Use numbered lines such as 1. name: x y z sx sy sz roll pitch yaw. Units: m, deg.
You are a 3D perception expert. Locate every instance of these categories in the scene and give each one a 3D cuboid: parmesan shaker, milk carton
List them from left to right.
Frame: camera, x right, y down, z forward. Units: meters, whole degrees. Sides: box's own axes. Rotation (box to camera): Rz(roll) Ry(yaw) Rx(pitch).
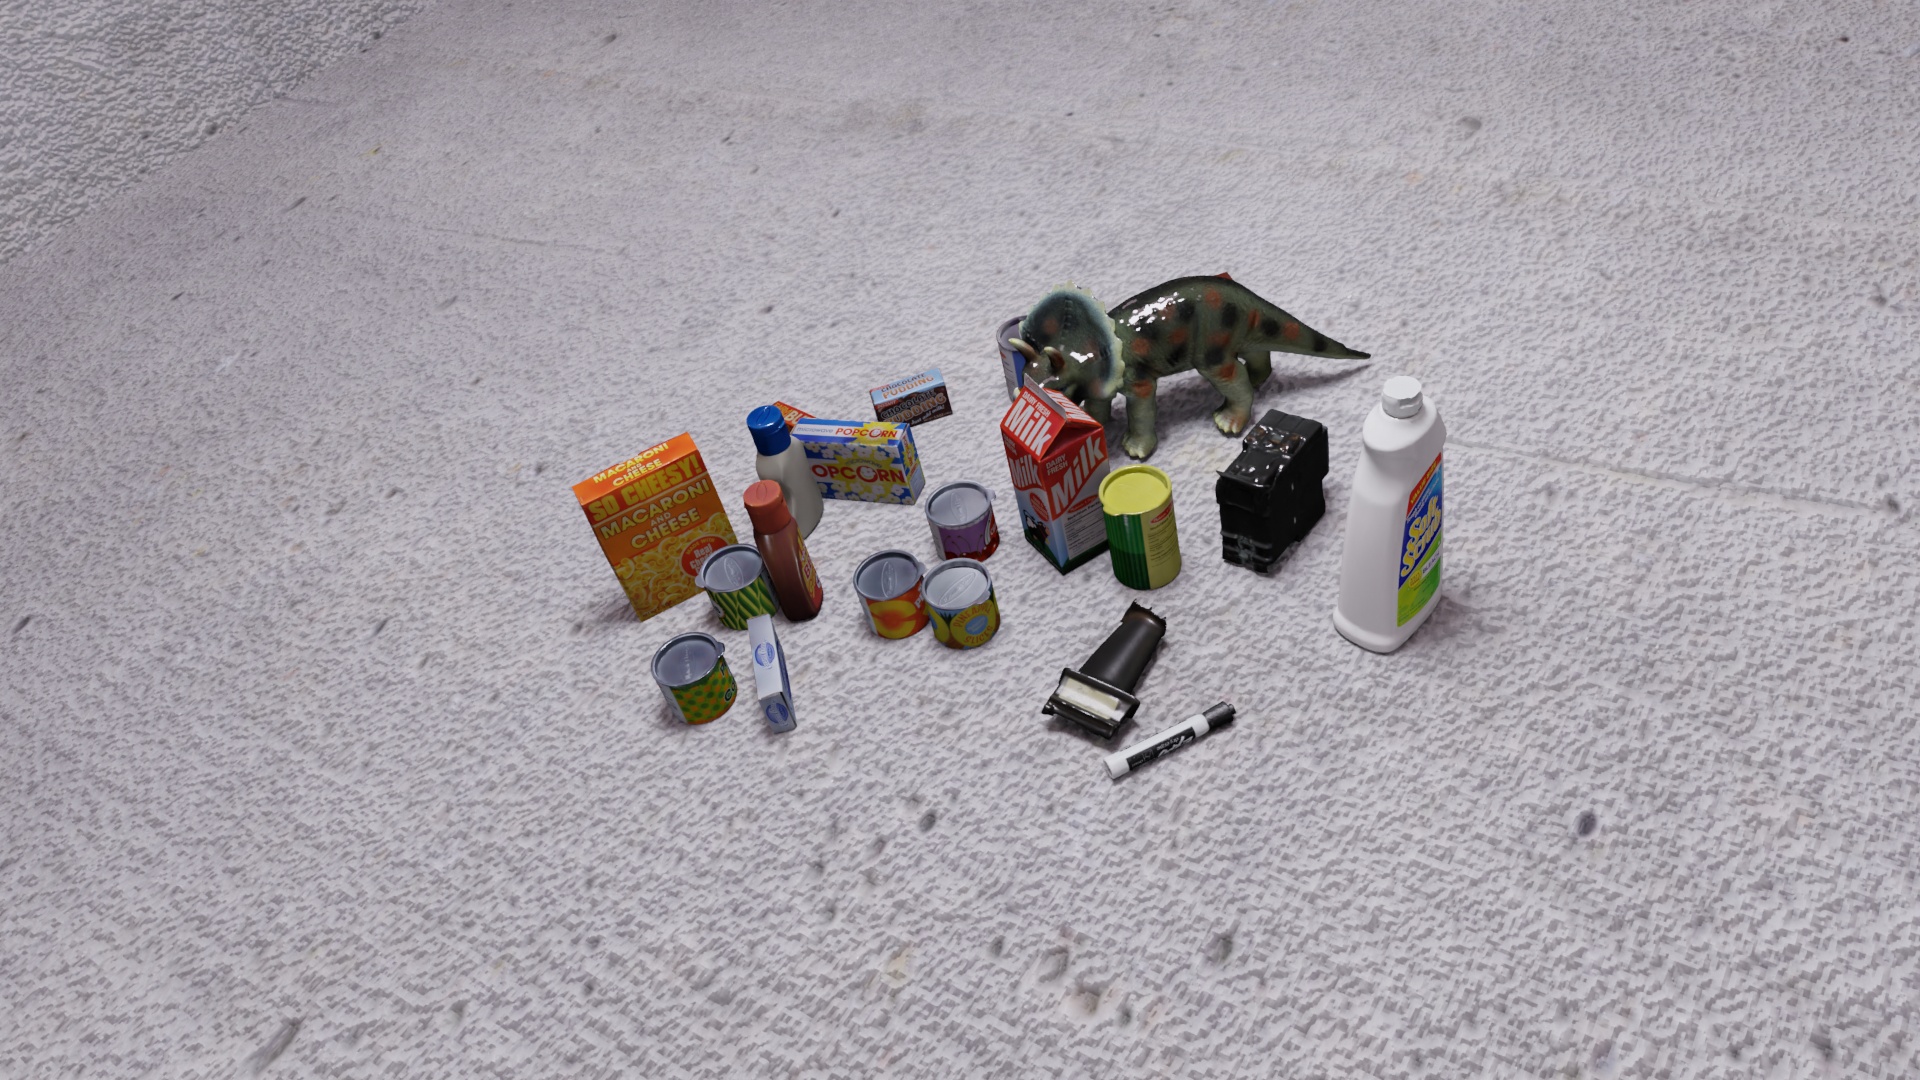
1. milk carton: 0.093 -0.067 1.309 0.073 0.189 0.072 -29 45 -15
2. parmesan shaker: 0.166 -0.010 1.293 0.071 0.102 0.072 -8 43 8

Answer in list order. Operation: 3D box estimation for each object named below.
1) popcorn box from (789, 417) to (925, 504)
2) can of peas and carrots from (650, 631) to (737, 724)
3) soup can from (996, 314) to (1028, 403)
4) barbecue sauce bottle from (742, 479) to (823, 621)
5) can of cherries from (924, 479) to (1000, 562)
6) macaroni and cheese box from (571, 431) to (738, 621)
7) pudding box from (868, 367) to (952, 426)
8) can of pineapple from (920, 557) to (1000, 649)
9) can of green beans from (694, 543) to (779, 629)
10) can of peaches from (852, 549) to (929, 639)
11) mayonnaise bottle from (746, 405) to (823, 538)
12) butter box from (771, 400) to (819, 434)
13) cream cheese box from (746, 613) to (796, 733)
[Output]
1. popcorn box: -0.109 -0.084 1.457 0.127 0.084 0.038 5 46 20
2. can of peas and carrots: -0.245 0.127 1.294 0.071 0.058 0.071 -8 43 8
3. soup can: 0.081 -0.196 1.524 0.071 0.083 0.072 -8 43 8
4. barbecue sauce bottle: -0.171 0.008 1.333 0.044 0.147 0.065 -12 43 3
5. can of cherries: 0.005 -0.017 1.377 0.071 0.058 0.072 -8 43 8
6. macaroni and cheese box: -0.294 -0.012 1.374 0.124 0.165 0.040 -28 44 -13
7. pudding box: -0.055 -0.155 1.542 0.084 0.049 0.030 -18 43 -3
8. can of pineapple: 0.002 0.060 1.298 0.071 0.057 0.071 -8 43 8
9. can of green beans: -0.217 0.046 1.372 0.071 0.057 0.071 -8 43 8
10. can of peaches: -0.062 0.051 1.324 0.071 0.057 0.071 -8 43 8
11. mayonnaise bottle: -0.181 -0.071 1.418 0.041 0.147 0.065 7 47 22
12. butter box: -0.168 -0.114 1.528 0.103 0.053 0.024 26 56 35
13. cream cheese box: -0.175 0.123 1.284 0.024 0.053 0.104 -17 43 -2
